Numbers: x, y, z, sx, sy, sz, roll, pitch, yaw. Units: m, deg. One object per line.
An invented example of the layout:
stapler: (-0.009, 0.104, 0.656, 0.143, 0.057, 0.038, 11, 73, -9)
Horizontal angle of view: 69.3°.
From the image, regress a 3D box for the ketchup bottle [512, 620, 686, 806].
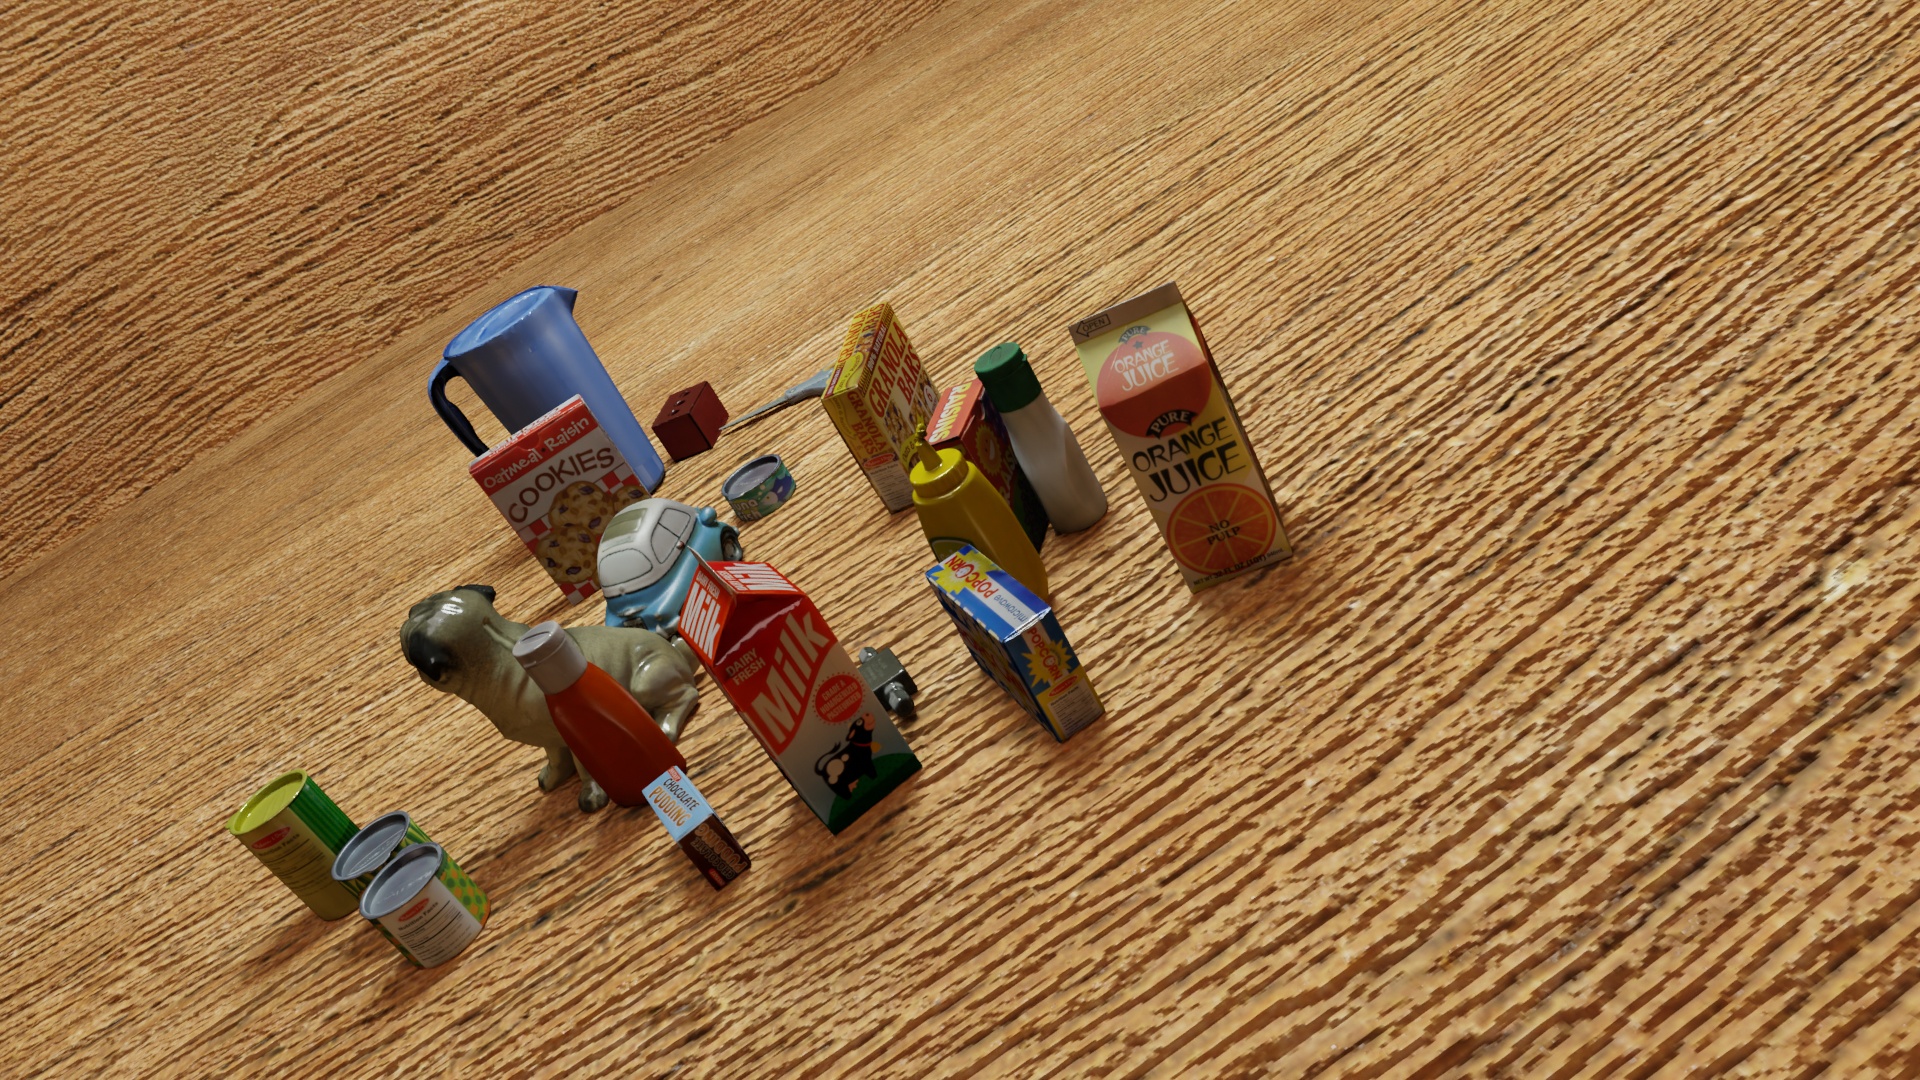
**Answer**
ketchup bottle: (-0.258, 0.123, 0.983, 0.064, 0.148, 0.044, -17, 30, 25)

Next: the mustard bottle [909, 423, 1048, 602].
mustard bottle: (0.003, -0.012, 0.944, 0.065, 0.159, 0.049, -2, 38, 42)

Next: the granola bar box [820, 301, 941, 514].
granola bar box: (-0.064, -0.119, 1.225, 0.039, 0.123, 0.166, -20, 29, 19)

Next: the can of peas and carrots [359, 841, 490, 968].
can of peas and carrots: (-0.374, 0.254, 0.973, 0.071, 0.058, 0.071, -23, 28, 13)

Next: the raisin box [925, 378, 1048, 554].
raisin box: (0.021, -0.046, 1.023, 0.040, 0.123, 0.086, -15, 31, 27)

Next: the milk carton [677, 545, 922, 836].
milk carton: (-0.108, 0.084, 0.859, 0.073, 0.190, 0.072, -38, 28, -14)

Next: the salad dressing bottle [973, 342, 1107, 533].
salad dressing bottle: (0.058, -0.074, 1.008, 0.044, 0.147, 0.064, -19, 30, 21)

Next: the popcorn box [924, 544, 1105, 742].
popcorn box: (0.033, 0.062, 0.873, 0.038, 0.085, 0.127, -35, 28, -9)

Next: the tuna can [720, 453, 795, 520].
tuna can: (-0.194, -0.049, 1.332, 0.071, 0.032, 0.071, -23, 28, 13)

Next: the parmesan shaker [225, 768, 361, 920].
parmesan shaker: (-0.505, 0.238, 1.078, 0.071, 0.102, 0.071, -23, 28, 13)

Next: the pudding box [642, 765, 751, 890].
pudding box: (-0.172, 0.185, 0.904, 0.030, 0.049, 0.084, -38, 29, -14)

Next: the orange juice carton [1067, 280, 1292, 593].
orange juice carton: (0.138, -0.069, 0.874, 0.072, 0.192, 0.073, -23, 28, 15)

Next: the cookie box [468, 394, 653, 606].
cookie box: (-0.371, -0.038, 1.338, 0.123, 0.167, 0.040, -35, 28, -9)

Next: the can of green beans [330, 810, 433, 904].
can of green beans: (-0.421, 0.245, 1.034, 0.071, 0.057, 0.071, -23, 28, 13)
